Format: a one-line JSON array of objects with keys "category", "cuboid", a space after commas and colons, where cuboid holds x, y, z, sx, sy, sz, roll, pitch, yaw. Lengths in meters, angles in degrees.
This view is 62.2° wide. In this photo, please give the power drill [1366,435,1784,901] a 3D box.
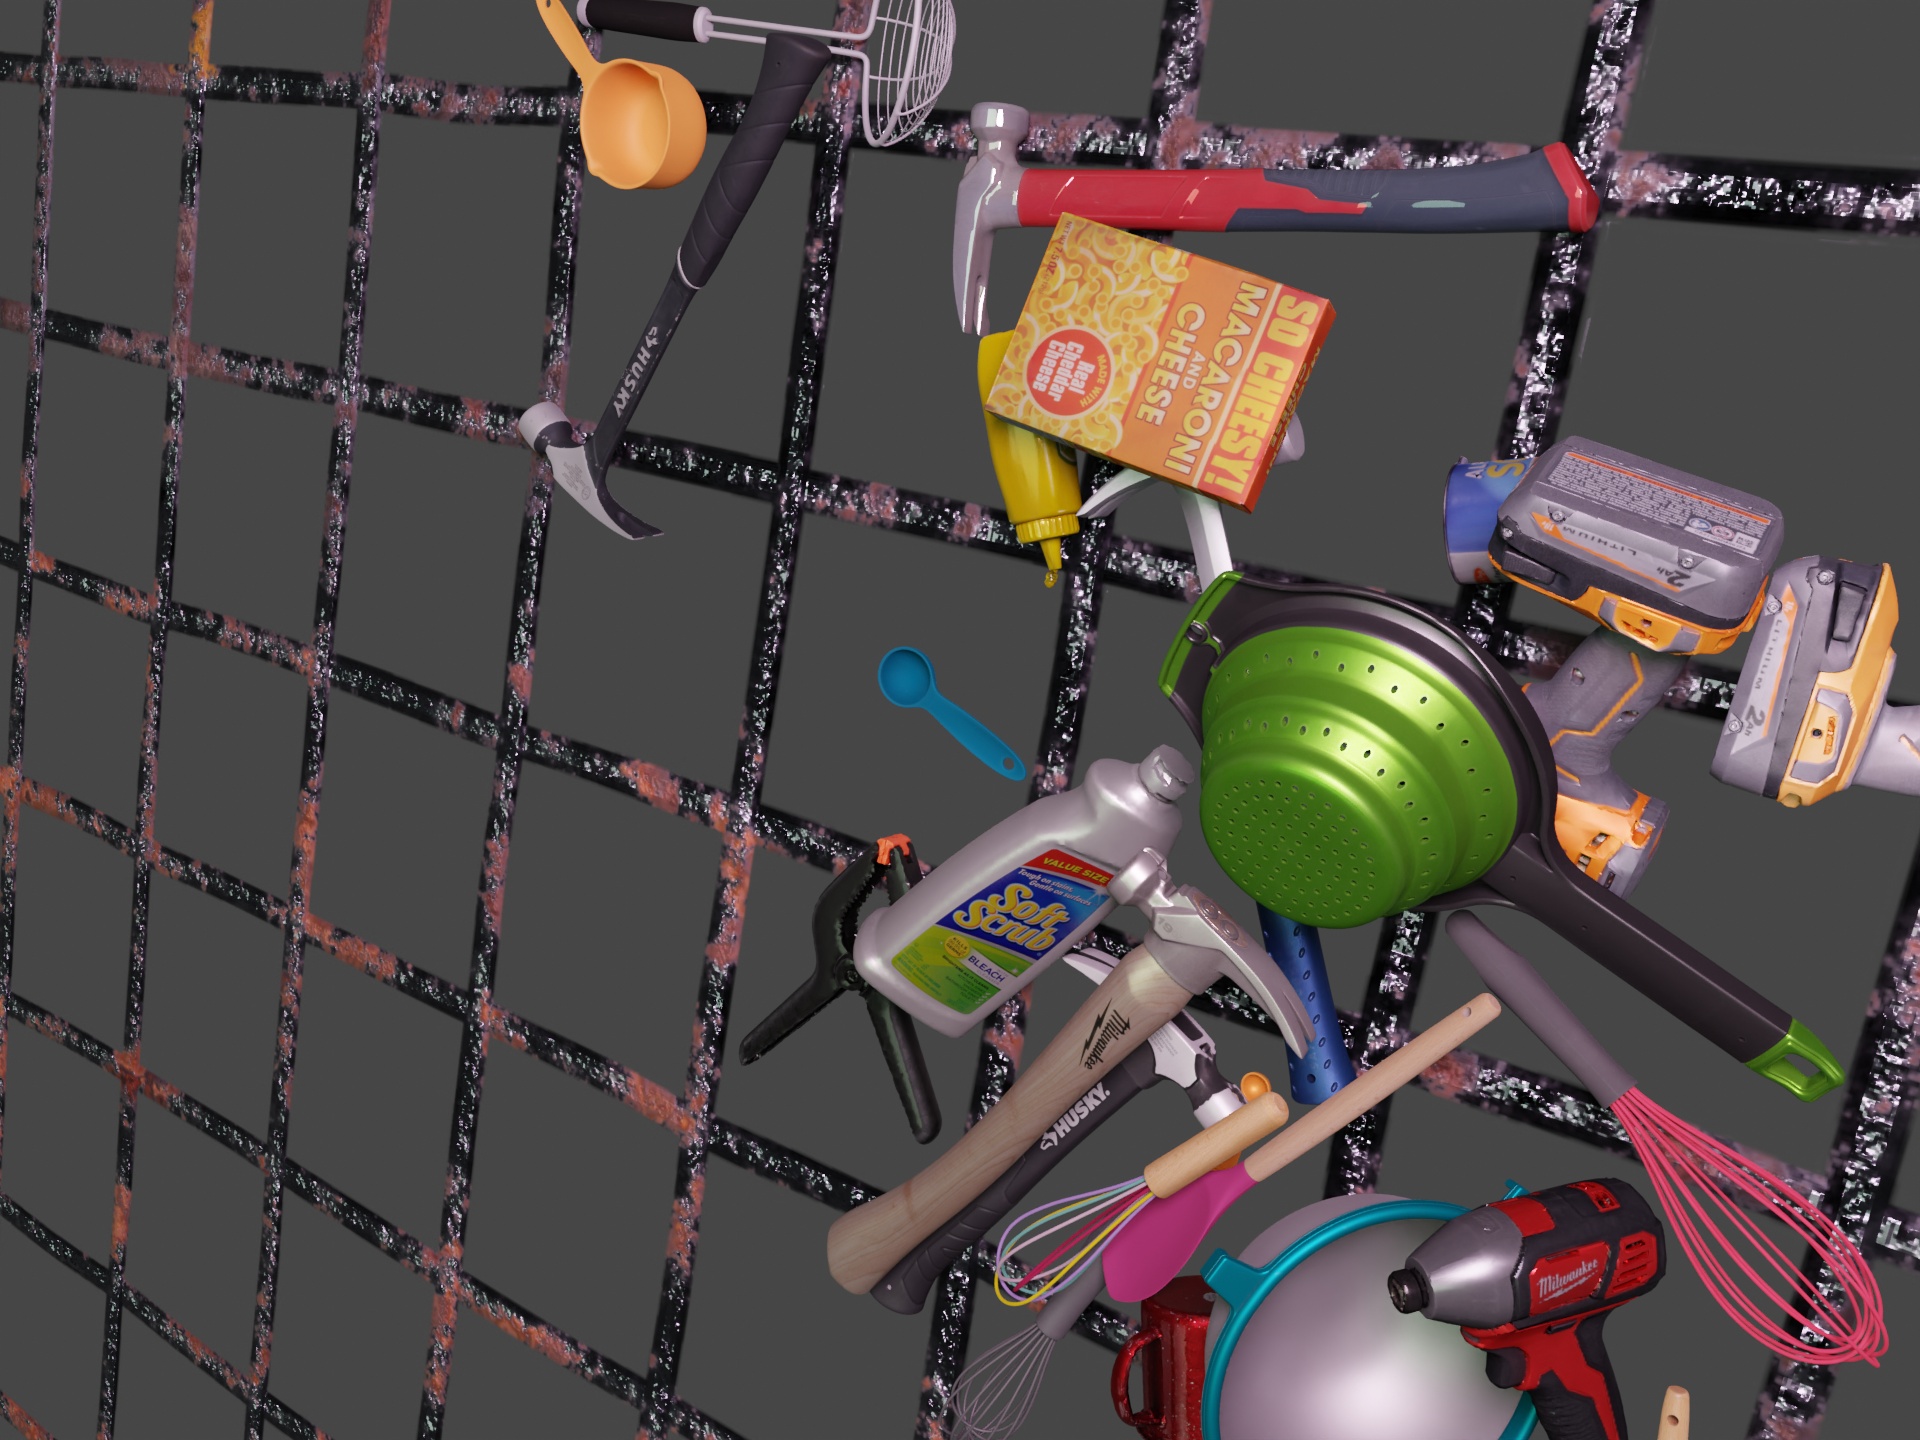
[{"category": "power drill", "cuboid": [0.296, -0.023, 0.805, 0.164, 0.084, 0.226, 26, 135, 23]}]

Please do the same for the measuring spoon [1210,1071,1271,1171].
[{"category": "measuring spoon", "cuboid": [0.169, 0.269, 0.999, 0.021, 0.011, 0.117, 32, 114, 32]}]

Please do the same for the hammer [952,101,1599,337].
[{"category": "hammer", "cuboid": [0.166, -0.288, 0.930, 0.386, 0.038, 0.143, 12, 102, 31]}]

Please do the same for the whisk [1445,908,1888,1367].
[{"category": "whisk", "cuboid": [0.364, 0.215, 0.843, 0.296, 0.073, 0.073, 50, 118, 24]}]

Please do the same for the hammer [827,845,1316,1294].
[{"category": "hammer", "cuboid": [0.044, 0.259, 1.008, 0.146, 0.038, 0.410, 45, 121, 10]}]

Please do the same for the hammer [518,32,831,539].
[{"category": "hammer", "cuboid": [-0.195, -0.298, 1.115, 0.149, 0.036, 0.408, 51, 129, 15]}]

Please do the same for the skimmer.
[{"category": "skimmer", "cuboid": [-0.149, -0.472, 1.079, 0.363, 0.090, 0.127, 21, 112, 30]}]

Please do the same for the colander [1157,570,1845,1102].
[{"category": "colander", "cuboid": [0.255, 0.086, 0.805, 0.397, 0.094, 0.204, 36, 142, 11]}]

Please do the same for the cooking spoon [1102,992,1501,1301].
[{"category": "cooking spoon", "cuboid": [0.190, 0.251, 0.931, 0.319, 0.017, 0.069, -46, 31, 29]}]

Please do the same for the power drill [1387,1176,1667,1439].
[{"category": "power drill", "cuboid": [0.298, 0.356, 0.834, 0.079, 0.143, 0.219, -146, 48, -73]}]

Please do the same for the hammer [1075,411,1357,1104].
[{"category": "hammer", "cuboid": [0.173, 0.027, 0.957, 0.144, 0.035, 0.405, -13, 88, 32]}]

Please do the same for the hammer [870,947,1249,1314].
[{"category": "hammer", "cuboid": [0.038, 0.294, 1.064, 0.334, 0.035, 0.146, -49, 66, 27]}]

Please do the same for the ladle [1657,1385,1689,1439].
[{"category": "ladle", "cuboid": [0.379, 0.520, 0.880, 0.069, 0.031, 0.315, 7, 97, 31]}]

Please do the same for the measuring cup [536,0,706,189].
[{"category": "measuring cup", "cuboid": [-0.248, -0.464, 1.157, 0.095, 0.052, 0.174, -39, 78, 35]}]

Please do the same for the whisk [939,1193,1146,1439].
[{"category": "whisk", "cuboid": [0.058, 0.401, 1.060, 0.055, 0.055, 0.239, 40, 109, 23]}]

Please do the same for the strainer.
[{"category": "strainer", "cuboid": [0.225, 0.410, 0.916, 0.095, 0.211, 0.340, -138, 40, -70]}]

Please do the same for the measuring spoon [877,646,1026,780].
[{"category": "measuring spoon", "cuboid": [-0.002, -0.003, 1.079, 0.129, 0.021, 0.042, 40, 114, 13]}]

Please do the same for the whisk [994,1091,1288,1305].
[{"category": "whisk", "cuboid": [0.105, 0.297, 0.975, 0.245, 0.047, 0.051, -42, 88, 28]}]

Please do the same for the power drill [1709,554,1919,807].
[{"category": "power drill", "cuboid": [0.488, -0.019, 0.730, 0.226, 0.084, 0.185, 18, 104, 25]}]
